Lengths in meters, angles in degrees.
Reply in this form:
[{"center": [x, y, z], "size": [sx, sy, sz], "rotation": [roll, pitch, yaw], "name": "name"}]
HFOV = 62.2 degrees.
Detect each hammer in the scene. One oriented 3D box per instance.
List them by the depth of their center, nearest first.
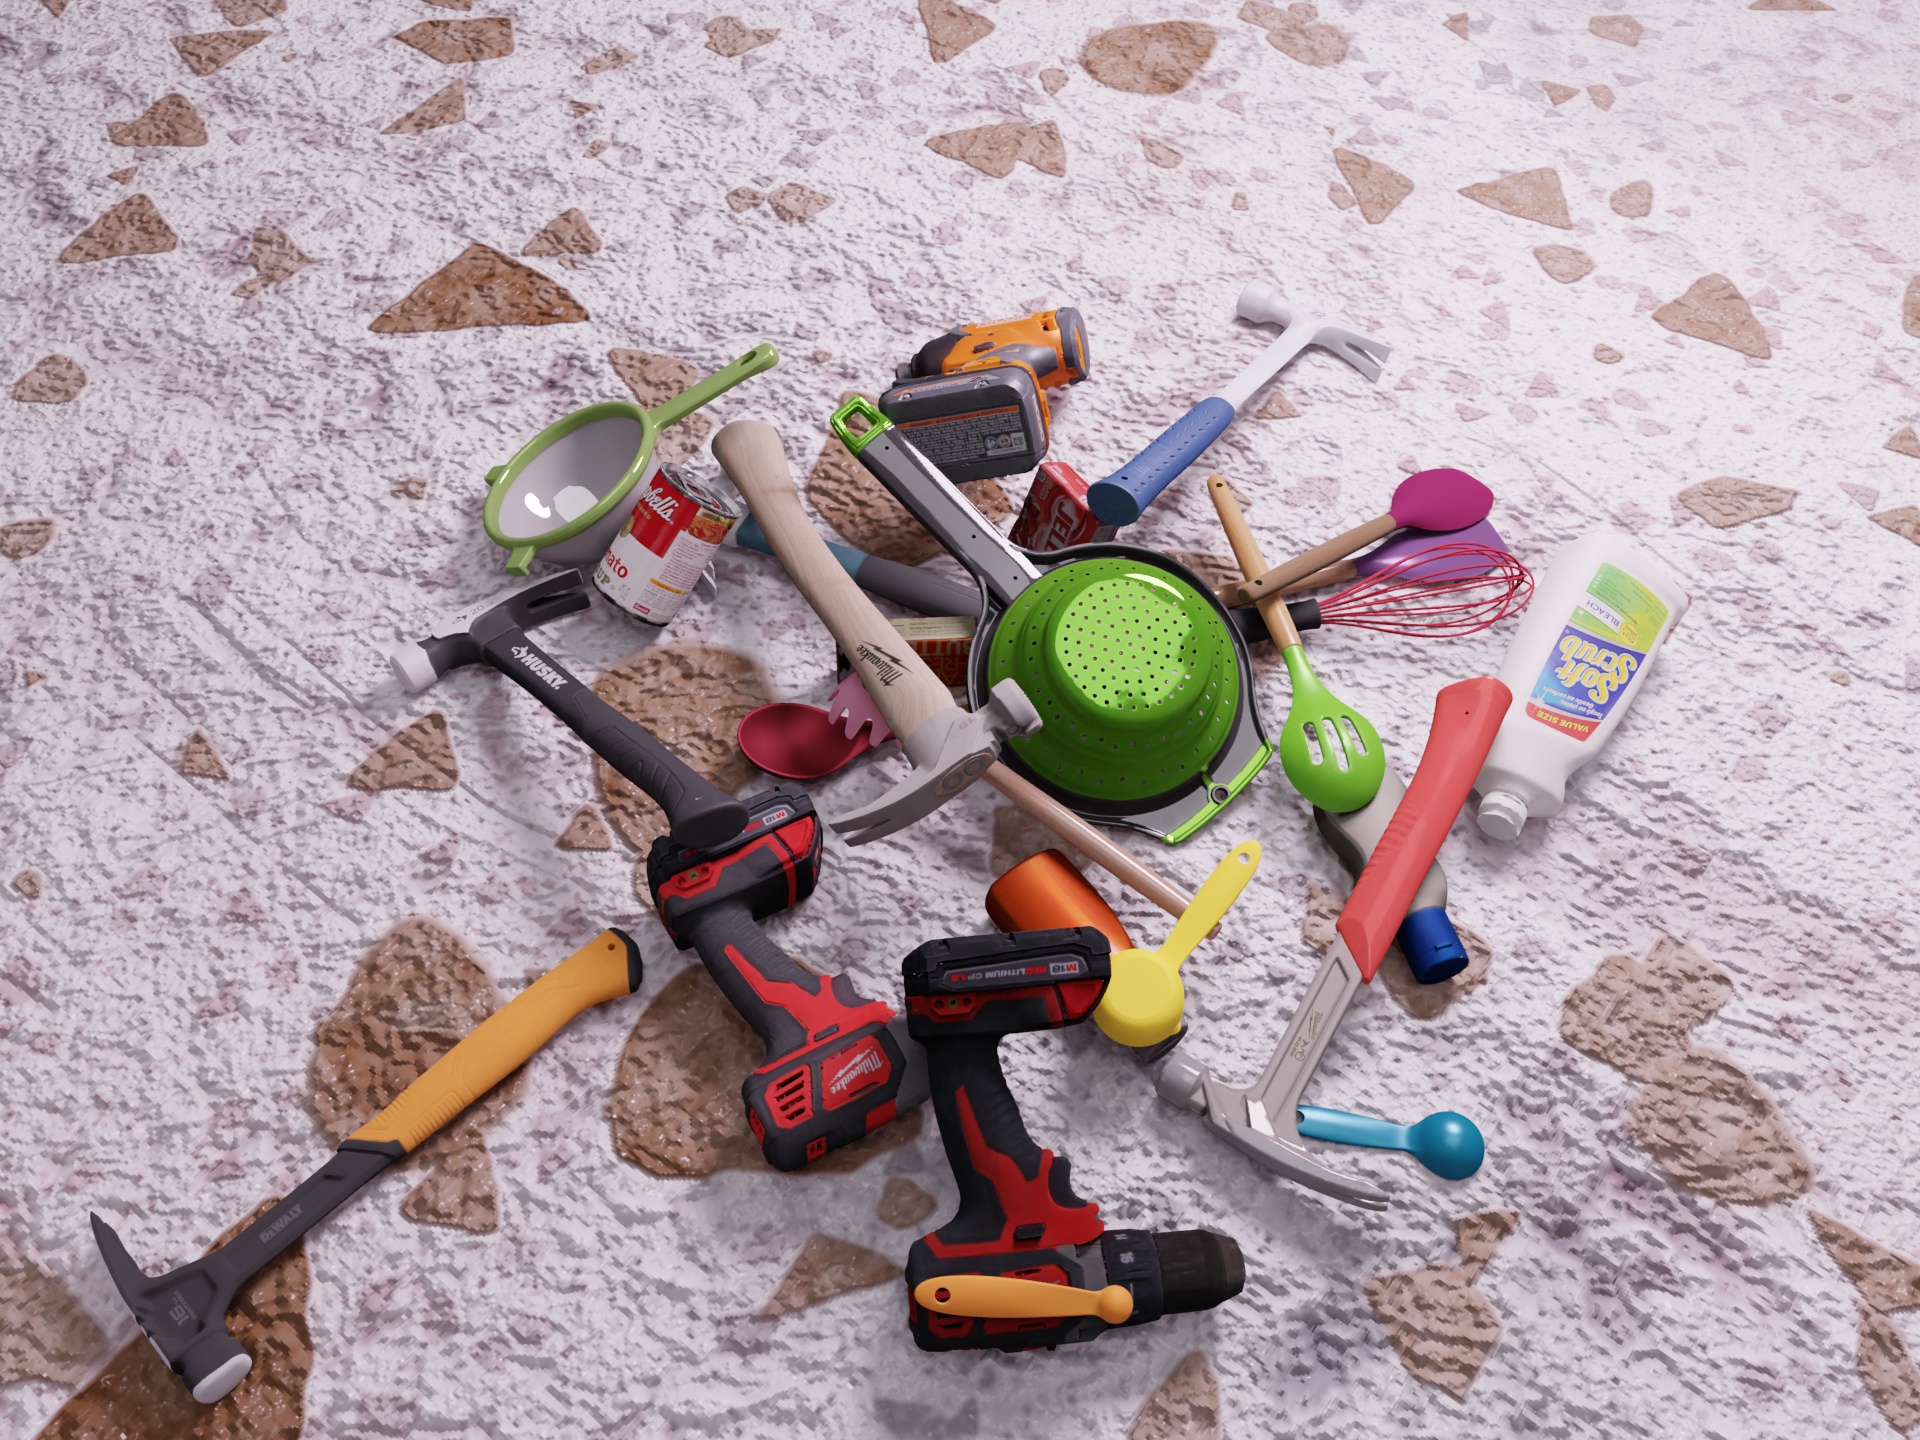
[{"center": [-0.331, 0.232, 0.940], "size": [0.127, 0.034, 0.337], "rotation": [39, 61, 23], "name": "hammer"}, {"center": [0.272, 0.121, 1.002], "size": [0.149, 0.036, 0.359], "rotation": [25, 66, 23], "name": "hammer"}, {"center": [-0.246, -0.007, 1.068], "size": [0.146, 0.035, 0.335], "rotation": [-34, 45, -26], "name": "hammer"}, {"center": [-0.099, -0.086, 1.114], "size": [0.146, 0.038, 0.411], "rotation": [-35, 49, 0], "name": "hammer"}, {"center": [-0.062, -0.111, 1.208], "size": [0.331, 0.033, 0.128], "rotation": [21, 54, 13], "name": "hammer"}, {"center": [0.217, -0.253, 1.271], "size": [0.144, 0.035, 0.405], "rotation": [29, 44, 16], "name": "hammer"}]

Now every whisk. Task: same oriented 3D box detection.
[{"center": [0.285, -0.083, 1.190], "size": [0.296, 0.073, 0.073], "rotation": [-10, 54, -2], "name": "whisk"}]

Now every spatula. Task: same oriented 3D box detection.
[{"center": [0.281, -0.111, 1.232], "size": [0.316, 0.018, 0.060], "rotation": [-12, 55, -12], "name": "spatula"}]

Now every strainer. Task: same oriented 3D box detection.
[{"center": [-0.238, -0.196, 1.212], "size": [0.256, 0.069, 0.152], "rotation": [-32, 43, 1], "name": "strainer"}]

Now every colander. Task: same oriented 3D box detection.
[{"center": [0.052, -0.095, 1.089], "size": [0.204, 0.094, 0.397], "rotation": [-42, 81, -13], "name": "colander"}]

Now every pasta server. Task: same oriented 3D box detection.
[{"center": [0.038, 0.052, 1.053], "size": [0.316, 0.040, 0.060], "rotation": [35, 49, 20], "name": "pasta server"}]

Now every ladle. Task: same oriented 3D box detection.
[{"center": [-0.002, -0.004, 1.135], "size": [0.315, 0.031, 0.069], "rotation": [-10, 54, -12], "name": "ladle"}]

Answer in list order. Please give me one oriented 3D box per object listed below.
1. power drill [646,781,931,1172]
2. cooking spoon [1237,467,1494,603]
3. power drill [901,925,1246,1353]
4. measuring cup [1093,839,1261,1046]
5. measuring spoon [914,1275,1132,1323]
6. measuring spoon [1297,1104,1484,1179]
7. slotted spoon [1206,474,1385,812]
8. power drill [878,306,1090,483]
[{"center": [-0.095, 0.154, 0.984], "size": [0.143, 0.078, 0.220], "rotation": [-23, 60, -18], "name": "power drill"}, {"center": [0.313, -0.144, 1.216], "size": [0.319, 0.017, 0.069], "rotation": [-27, 56, -37], "name": "cooking spoon"}, {"center": [0.057, 0.232, 0.891], "size": [0.188, 0.080, 0.227], "rotation": [-4, 80, -5], "name": "power drill"}, {"center": [0.137, 0.129, 0.972], "size": [0.062, 0.029, 0.156], "rotation": [34, 73, 20], "name": "measuring cup"}, {"center": [0.034, 0.306, 0.838], "size": [0.117, 0.011, 0.021], "rotation": [5, 83, -4], "name": "measuring spoon"}, {"center": [0.254, 0.246, 0.959], "size": [0.128, 0.021, 0.042], "rotation": [9, 53, 3], "name": "measuring spoon"}, {"center": [0.228, -0.069, 1.145], "size": [0.070, 0.031, 0.314], "rotation": [-12, 52, -3], "name": "slotted spoon"}, {"center": [0.007, -0.260, 1.257], "size": [0.164, 0.084, 0.227], "rotation": [-6, 28, 17], "name": "power drill"}]
